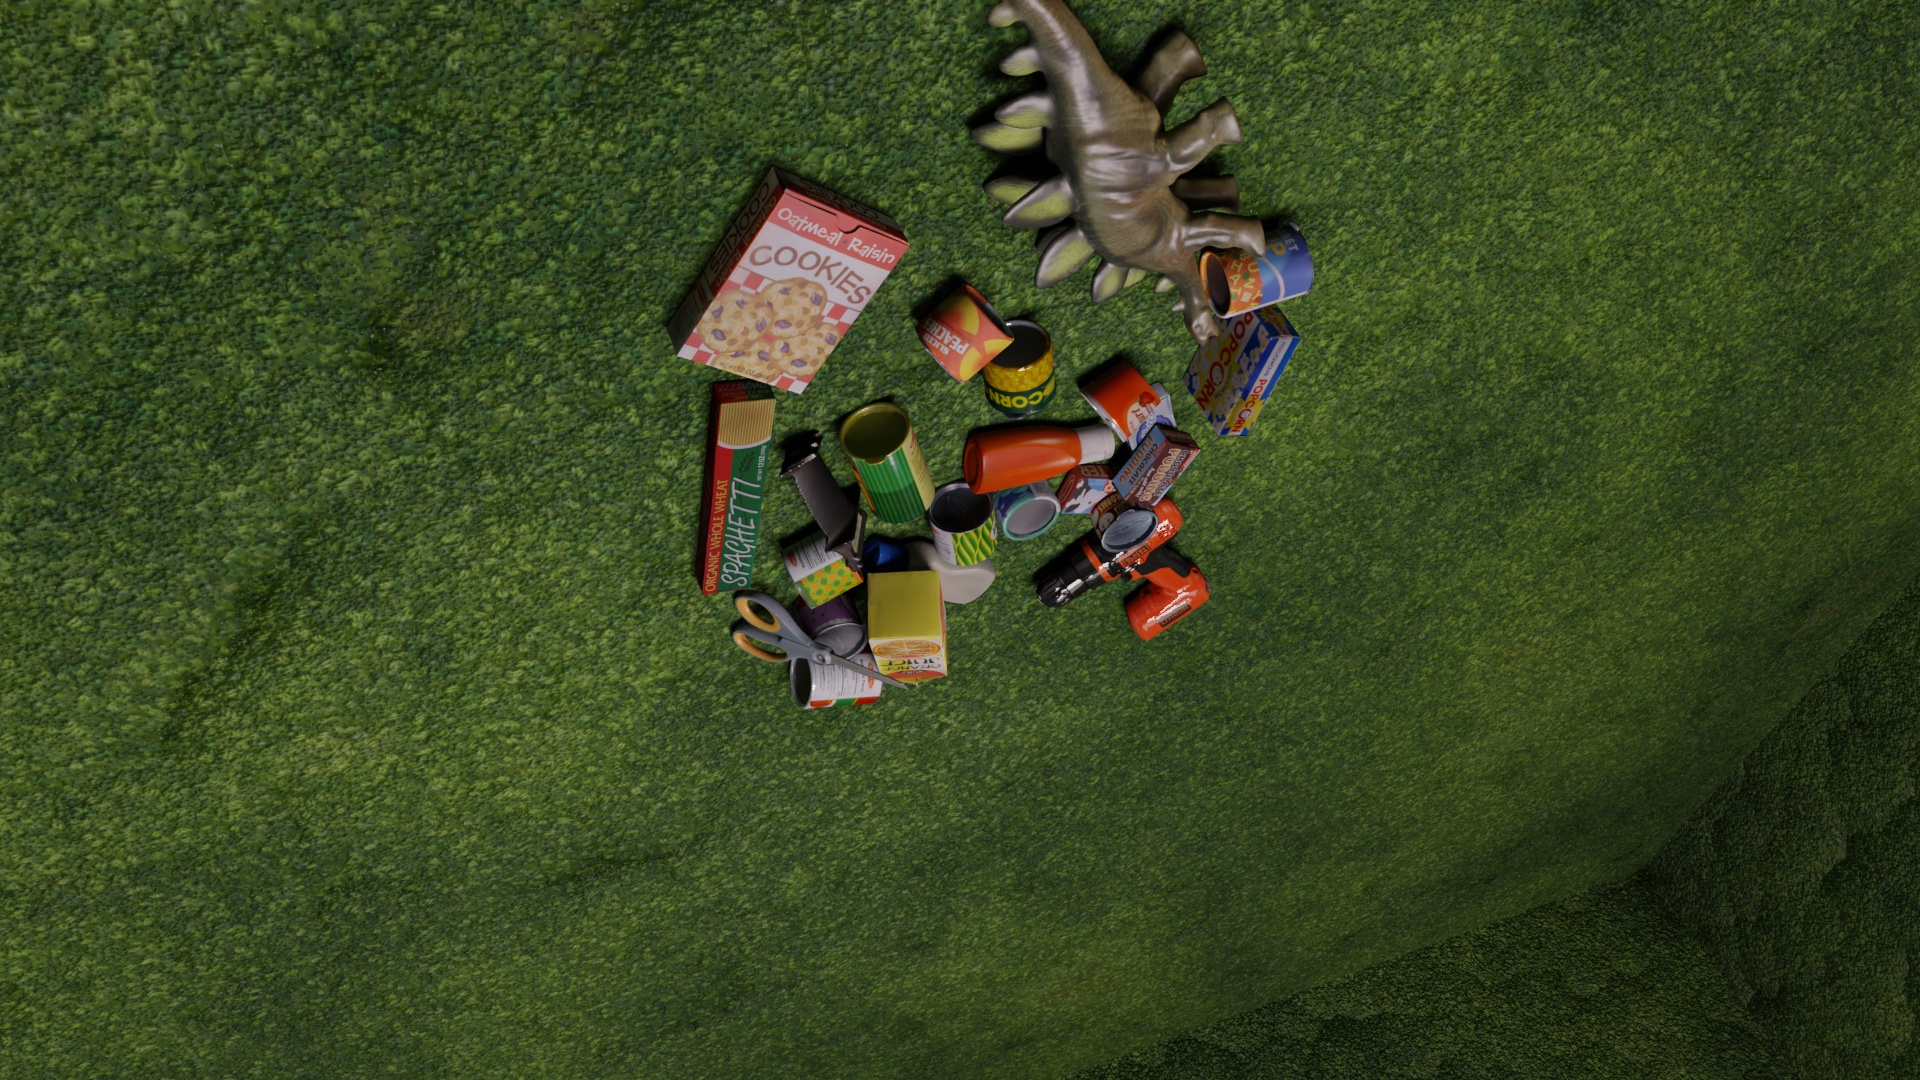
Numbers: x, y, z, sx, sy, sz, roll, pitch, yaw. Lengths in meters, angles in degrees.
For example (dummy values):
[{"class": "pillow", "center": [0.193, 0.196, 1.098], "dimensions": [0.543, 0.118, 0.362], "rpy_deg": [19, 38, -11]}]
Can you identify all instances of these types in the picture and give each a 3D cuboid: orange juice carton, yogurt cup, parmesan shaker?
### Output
[{"class": "orange juice carton", "center": [-0.052, 0.095, 1.446], "dimensions": [0.073, 0.072, 0.192], "rpy_deg": [-3, 160, 1]}, {"class": "yogurt cup", "center": [0.156, -0.137, 1.341], "dimensions": [0.054, 0.072, 0.072], "rpy_deg": [-41, 141, 6]}, {"class": "parmesan shaker", "center": [-0.067, -0.068, 1.282], "dimensions": [0.071, 0.071, 0.102], "rpy_deg": [-24, 143, -3]}]

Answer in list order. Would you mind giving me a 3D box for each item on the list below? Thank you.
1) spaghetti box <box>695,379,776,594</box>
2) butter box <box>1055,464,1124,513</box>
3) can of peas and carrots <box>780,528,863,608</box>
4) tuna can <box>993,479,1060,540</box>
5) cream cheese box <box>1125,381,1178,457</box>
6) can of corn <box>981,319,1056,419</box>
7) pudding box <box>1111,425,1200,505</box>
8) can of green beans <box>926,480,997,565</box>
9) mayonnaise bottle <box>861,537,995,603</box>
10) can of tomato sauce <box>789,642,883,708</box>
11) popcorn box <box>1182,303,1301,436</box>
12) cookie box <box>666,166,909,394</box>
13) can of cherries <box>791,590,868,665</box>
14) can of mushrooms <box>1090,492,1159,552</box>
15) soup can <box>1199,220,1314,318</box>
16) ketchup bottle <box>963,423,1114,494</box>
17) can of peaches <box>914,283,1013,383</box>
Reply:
[{"class": "spaghetti box", "center": [-0.207, -0.042, 1.264], "dimensions": [0.050, 0.029, 0.248], "rpy_deg": [-8, 139, -22]}, {"class": "butter box", "center": [0.154, -0.054, 1.470], "dimensions": [0.104, 0.024, 0.052], "rpy_deg": [-1, 137, -30]}, {"class": "can of peas and carrots", "center": [-0.134, 0.026, 1.358], "dimensions": [0.059, 0.071, 0.070], "rpy_deg": [-28, 143, 1]}, {"class": "tuna can", "center": [0.066, -0.032, 1.437], "dimensions": [0.071, 0.033, 0.070], "rpy_deg": [-17, 142, -14]}, {"class": "cream cheese box", "center": [0.194, -0.113, 1.423], "dimensions": [0.053, 0.024, 0.103], "rpy_deg": [-27, 143, 1]}, {"class": "can of corn", "center": [0.051, -0.154, 1.250], "dimensions": [0.071, 0.071, 0.058], "rpy_deg": [-21, 142, -8]}, {"class": "pudding box", "center": [0.200, -0.076, 1.423], "dimensions": [0.050, 0.030, 0.083], "rpy_deg": [9, 131, -39]}, {"class": "can of green beans", "center": [0.003, -0.017, 1.389], "dimensions": [0.071, 0.071, 0.057], "rpy_deg": [-21, 143, -8]}, {"class": "mayonnaise bottle", "center": [-0.036, 0.028, 1.441], "dimensions": [0.148, 0.041, 0.064], "rpy_deg": [15, 135, -40]}, {"class": "can of tomato sauce", "center": [-0.135, 0.147, 1.502], "dimensions": [0.083, 0.071, 0.070], "rpy_deg": [-2, 136, -28]}, {"class": "popcorn box", "center": [0.271, -0.175, 1.345], "dimensions": [0.038, 0.085, 0.126], "rpy_deg": [-4, 138, -26]}, {"class": "cookie box", "center": [-0.137, -0.202, 1.106], "dimensions": [0.123, 0.040, 0.166], "rpy_deg": [14, 127, -41]}, {"class": "can of cherries", "center": [-0.133, 0.085, 1.436], "dimensions": [0.071, 0.058, 0.071], "rpy_deg": [-16, 141, -13]}, {"class": "can of mushrooms", "center": [0.174, -0.022, 1.470], "dimensions": [0.071, 0.033, 0.070], "rpy_deg": [-16, 144, -12]}, {"class": "soup can", "center": [0.271, -0.249, 1.275], "dimensions": [0.084, 0.071, 0.071], "rpy_deg": [-18, 142, -11]}, {"class": "ketchup bottle", "center": [0.079, -0.086, 1.371], "dimensions": [0.149, 0.044, 0.064], "rpy_deg": [-11, 141, -20]}, {"class": "can of peaches", "center": [0.003, -0.179, 1.194], "dimensions": [0.058, 0.071, 0.071], "rpy_deg": [-39, 141, 15]}]
